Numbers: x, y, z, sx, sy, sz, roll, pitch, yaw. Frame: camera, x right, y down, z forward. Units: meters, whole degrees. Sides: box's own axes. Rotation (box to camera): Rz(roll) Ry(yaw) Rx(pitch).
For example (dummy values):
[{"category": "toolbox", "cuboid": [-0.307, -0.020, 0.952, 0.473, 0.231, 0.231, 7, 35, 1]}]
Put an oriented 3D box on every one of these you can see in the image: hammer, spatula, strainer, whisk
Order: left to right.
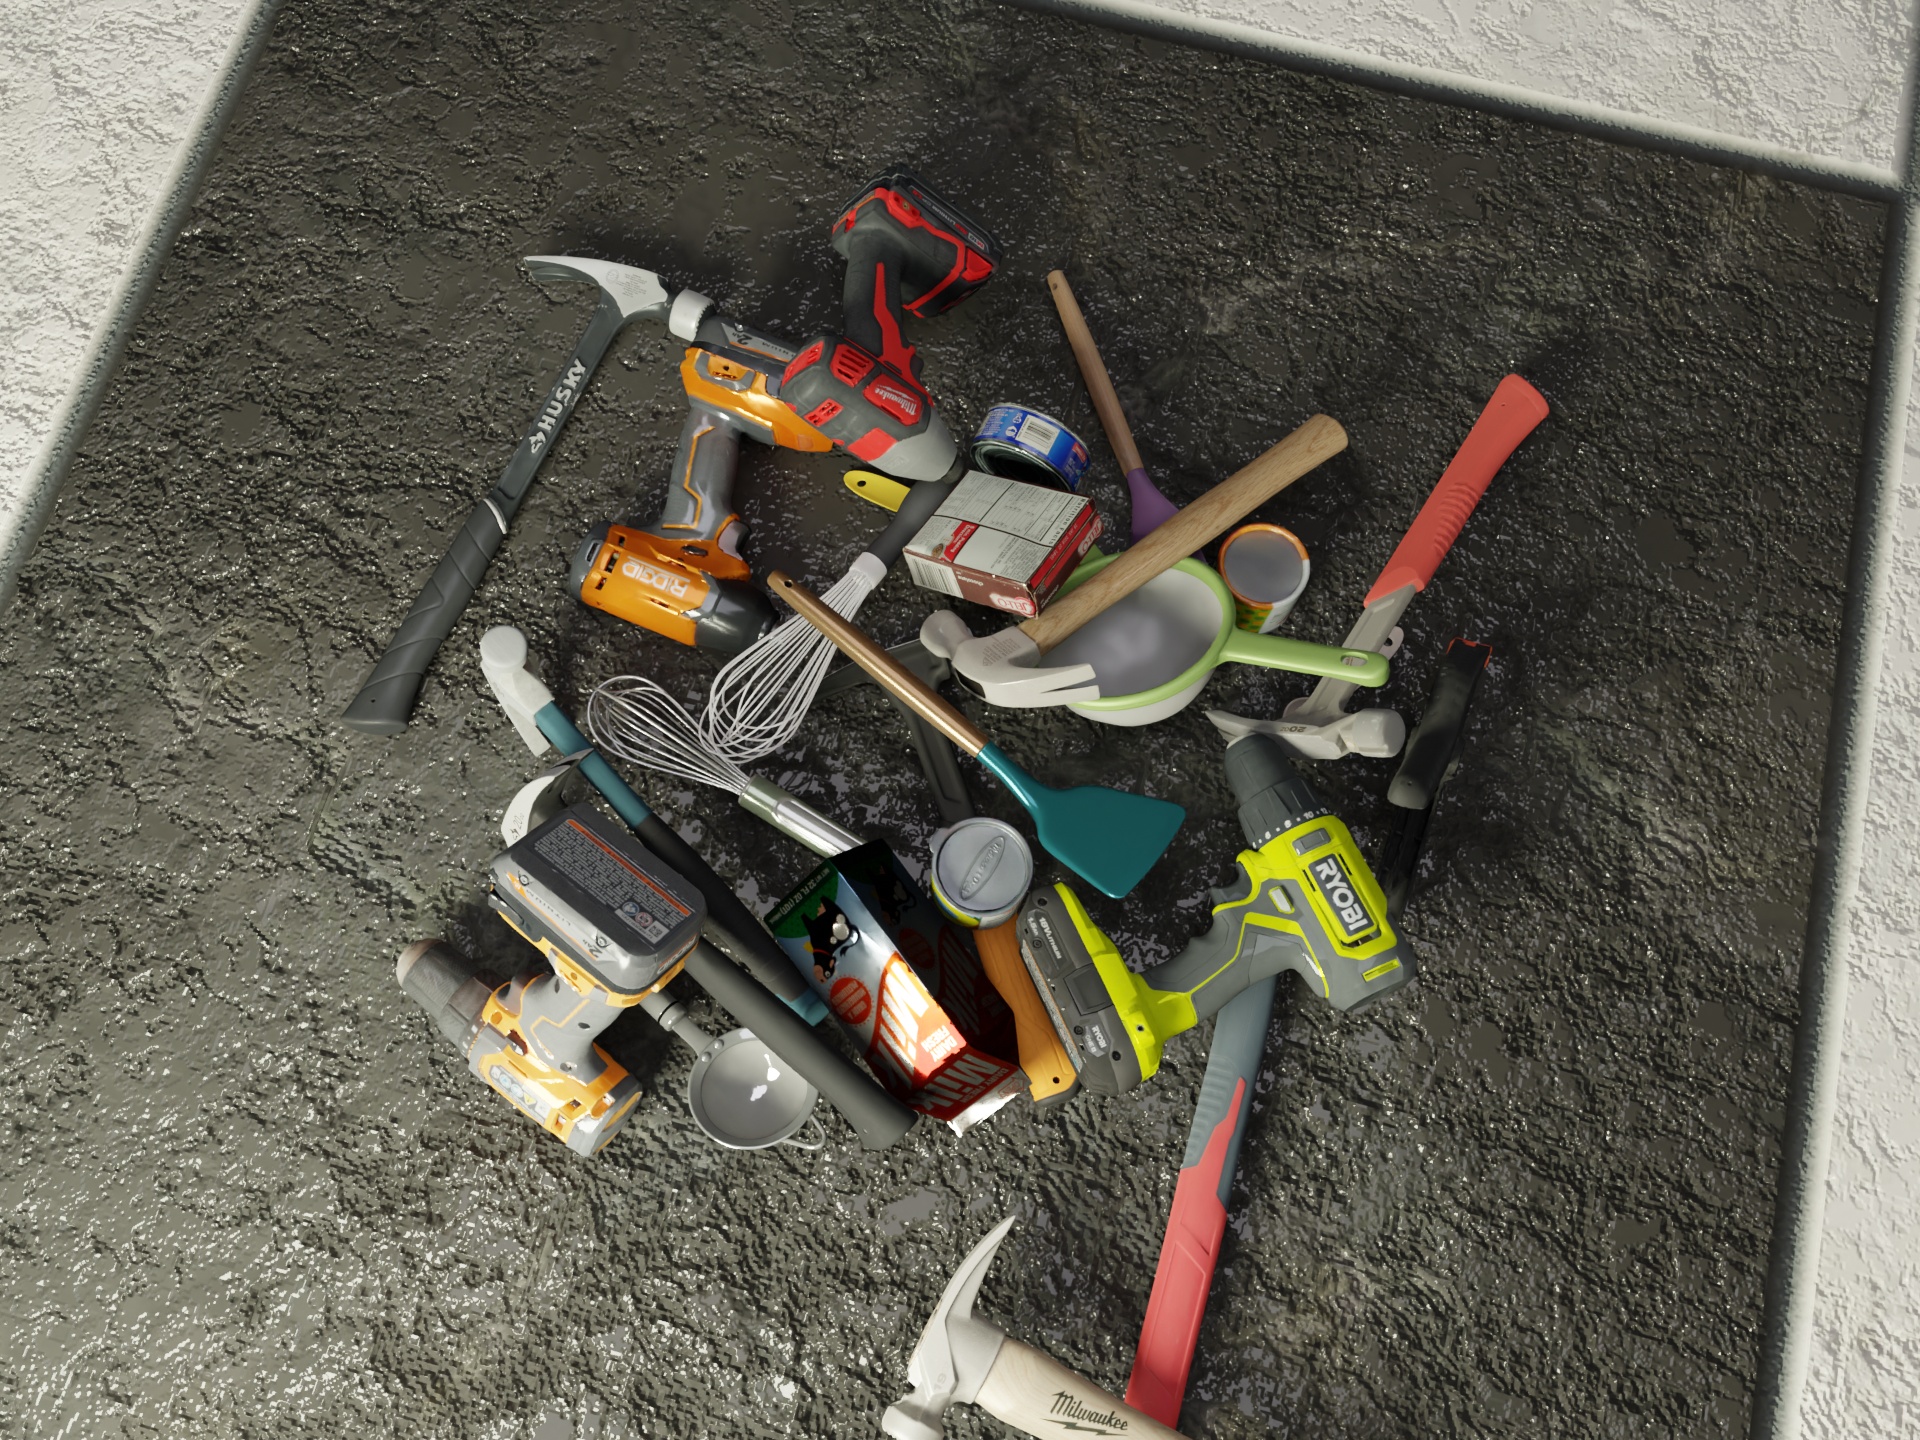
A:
[{"category": "hammer", "cuboid": [-0.338, -0.171, 1.173, 0.149, 0.036, 0.409, 24, 75, 8]}, {"category": "hammer", "cuboid": [-0.204, 0.079, 1.069, 0.033, 0.128, 0.331, -41, 87, -19]}, {"category": "strainer", "cuboid": [-0.185, 0.203, 1.063, 0.258, 0.050, 0.087, 39, 60, 16]}, {"category": "hammer", "cuboid": [-0.161, 0.153, 1.017, 0.335, 0.146, 0.035, 39, 48, 10]}, {"category": "whisk", "cuboid": [-0.154, 0.043, 1.106, 0.246, 0.059, 0.058, 31, 77, 3]}, {"category": "whisk", "cuboid": [-0.084, -0.082, 1.110, 0.070, 0.070, 0.285, 34, 67, 9]}, {"category": "spatula", "cuboid": [-0.002, -0.003, 1.041, 0.317, 0.044, 0.082, 39, 64, 6]}, {"category": "hammer", "cuboid": [0.003, 0.104, 1.095, 0.127, 0.034, 0.337, -19, 75, -7]}, {"category": "spatula", "cuboid": [0.120, -0.205, 1.188, 0.060, 0.018, 0.316, -33, 66, 37]}, {"category": "hammer", "cuboid": [0.138, -0.116, 1.103, 0.331, 0.031, 0.130, -35, 45, -13]}, {"category": "strainer", "cuboid": [0.168, -0.038, 1.091, 0.256, 0.069, 0.151, 11, 53, 28]}, {"category": "hammer", "cuboid": [0.173, 0.310, 1.034, 0.143, 0.038, 0.386, 16, 74, 3]}, {"category": "hammer", "cuboid": [0.165, 0.456, 0.956, 0.410, 0.038, 0.146, 28, 74, 4]}, {"category": "hammer", "cuboid": [0.319, -0.116, 1.141, 0.359, 0.149, 0.036, -54, 124, -23]}]

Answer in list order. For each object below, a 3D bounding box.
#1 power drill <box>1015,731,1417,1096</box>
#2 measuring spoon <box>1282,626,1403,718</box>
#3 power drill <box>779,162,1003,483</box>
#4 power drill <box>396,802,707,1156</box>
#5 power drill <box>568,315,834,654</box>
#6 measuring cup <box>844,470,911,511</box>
[{"category": "power drill", "cuboid": [0.155, 0.125, 1.033, 0.228, 0.080, 0.191, -23, 69, -8]}, {"category": "measuring spoon", "cuboid": [0.277, -0.026, 1.149, 0.124, 0.018, 0.034, -41, 76, -18]}, {"category": "power drill", "cuboid": [-0.042, -0.276, 1.139, 0.143, 0.078, 0.220, 31, 54, -30]}, {"category": "power drill", "cuboid": [-0.265, 0.154, 0.997, 0.185, 0.226, 0.084, 36, 39, 10]}, {"category": "power drill", "cuboid": [-0.162, -0.160, 1.150, 0.164, 0.084, 0.226, 23, 78, 4]}, {"category": "measuring cup", "cuboid": [-0.019, -0.146, 1.178, 0.156, 0.029, 0.062, 27, 71, 19]}]
